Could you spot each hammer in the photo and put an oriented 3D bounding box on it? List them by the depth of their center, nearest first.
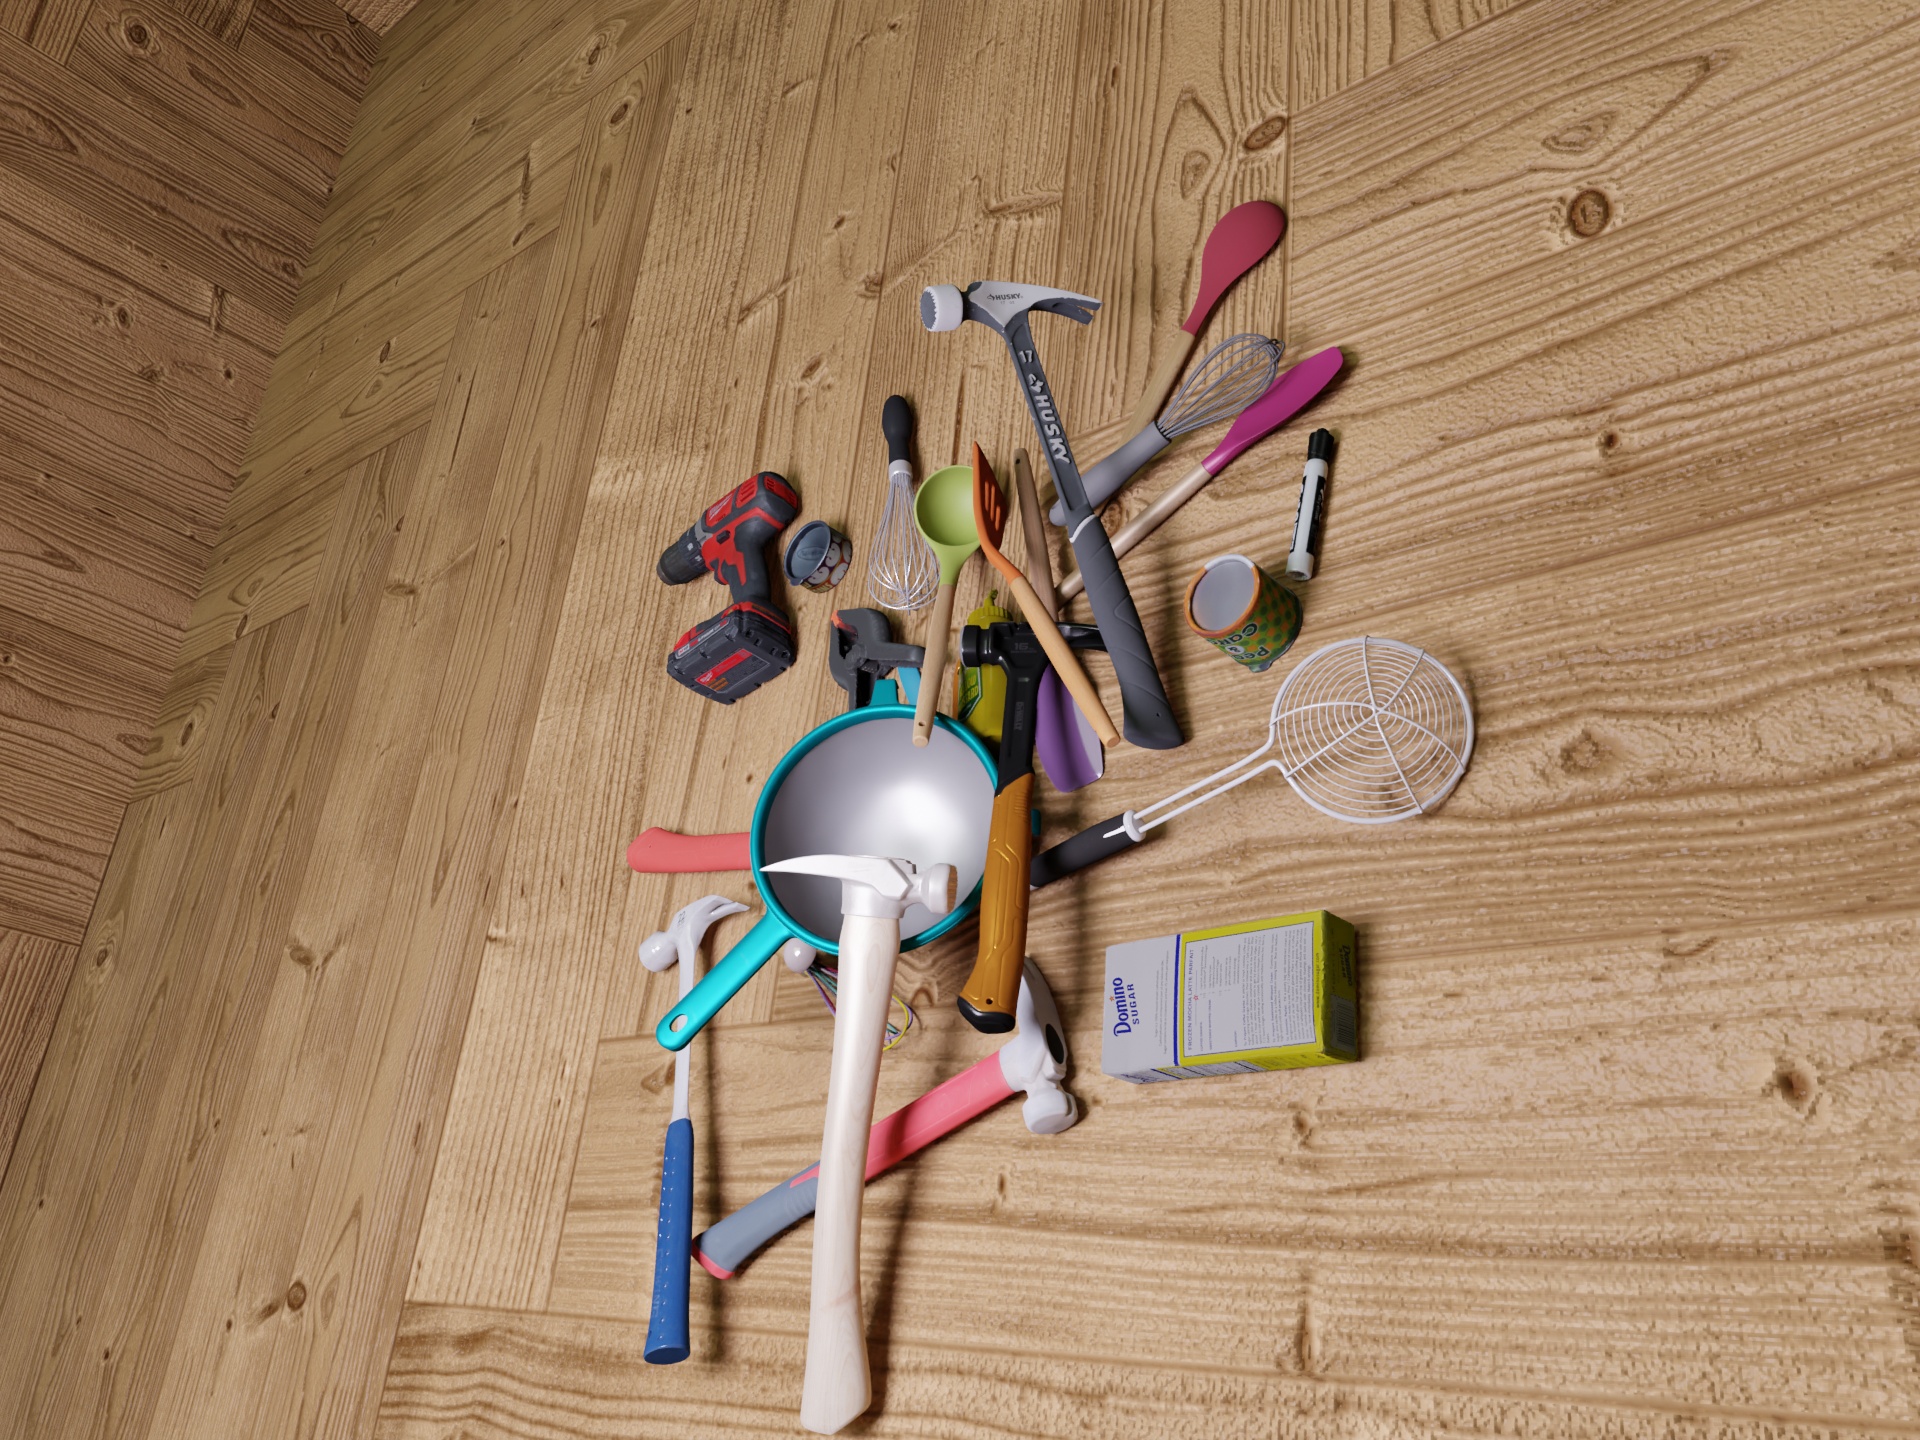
[{"bbox_3d":[-0.092,0.304,1.164,0.146,0.038,0.411,4,85,12],"label":"hammer"},{"bbox_3d":[0.047,0.070,1.184,0.127,0.034,0.337,0,59,12],"label":"hammer"},{"bbox_3d":[0.094,-0.167,1.237,0.036,0.149,0.409,131,125,-62],"label":"hammer"},{"bbox_3d":[-0.074,0.323,1.237,0.386,0.038,0.143,-36,46,26],"label":"hammer"},{"bbox_3d":[-0.236,0.331,1.352,0.144,0.035,0.406,-40,39,35],"label":"hammer"},{"bbox_3d":[-0.188,0.128,1.458,0.359,0.036,0.149,-8,64,42],"label":"hammer"}]

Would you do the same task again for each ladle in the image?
[{"bbox_3d":[-0.015,-0.102,1.332,0.078,0.062,0.320,1,44,8],"label":"ladle"},{"bbox_3d":[0.178,-0.301,1.333,0.069,0.031,0.315,31,93,47],"label":"ladle"}]

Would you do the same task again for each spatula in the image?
[{"bbox_3d":[0.062,-0.097,1.240,0.041,0.080,0.323,-29,49,2],"label":"spatula"},{"bbox_3d":[0.070,-0.089,1.308,0.060,0.018,0.316,-25,61,33],"label":"spatula"}]

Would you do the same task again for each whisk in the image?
[{"bbox_3d":[0.162,-0.230,1.280,0.239,0.055,0.055,-37,47,27],"label":"whisk"},{"bbox_3d":[-0.119,0.217,1.337,0.245,0.051,0.047,25,93,52],"label":"whisk"},{"bbox_3d":[-0.054,-0.210,1.498,0.070,0.070,0.285,-31,44,30],"label":"whisk"}]

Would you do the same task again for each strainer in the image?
[{"bbox_3d":[-0.100,0.144,1.270,0.340,0.095,0.211,-45,62,-6],"label":"strainer"}]

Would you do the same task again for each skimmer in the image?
[{"bbox_3d":[0.186,0.055,1.127,0.363,0.090,0.127,-32,64,43],"label":"skimmer"}]

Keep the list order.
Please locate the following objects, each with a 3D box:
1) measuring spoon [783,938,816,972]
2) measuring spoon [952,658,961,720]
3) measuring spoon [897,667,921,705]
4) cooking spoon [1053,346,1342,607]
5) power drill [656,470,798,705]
[{"bbox_3d":[-0.131,0.152,1.347,0.034,0.018,0.124,-19,53,43],"label":"measuring spoon"},{"bbox_3d":[-0.002,-0.004,1.361,0.021,0.011,0.117,-20,56,37],"label":"measuring spoon"},{"bbox_3d":[-0.042,-0.018,1.401,0.042,0.021,0.129,-41,45,22],"label":"measuring spoon"},{"bbox_3d":[0.178,-0.185,1.273,0.319,0.017,0.069,-40,26,23],"label":"cooking spoon"},{"bbox_3d":[-0.247,-0.131,1.631,0.188,0.080,0.227,-29,48,32],"label":"power drill"}]
